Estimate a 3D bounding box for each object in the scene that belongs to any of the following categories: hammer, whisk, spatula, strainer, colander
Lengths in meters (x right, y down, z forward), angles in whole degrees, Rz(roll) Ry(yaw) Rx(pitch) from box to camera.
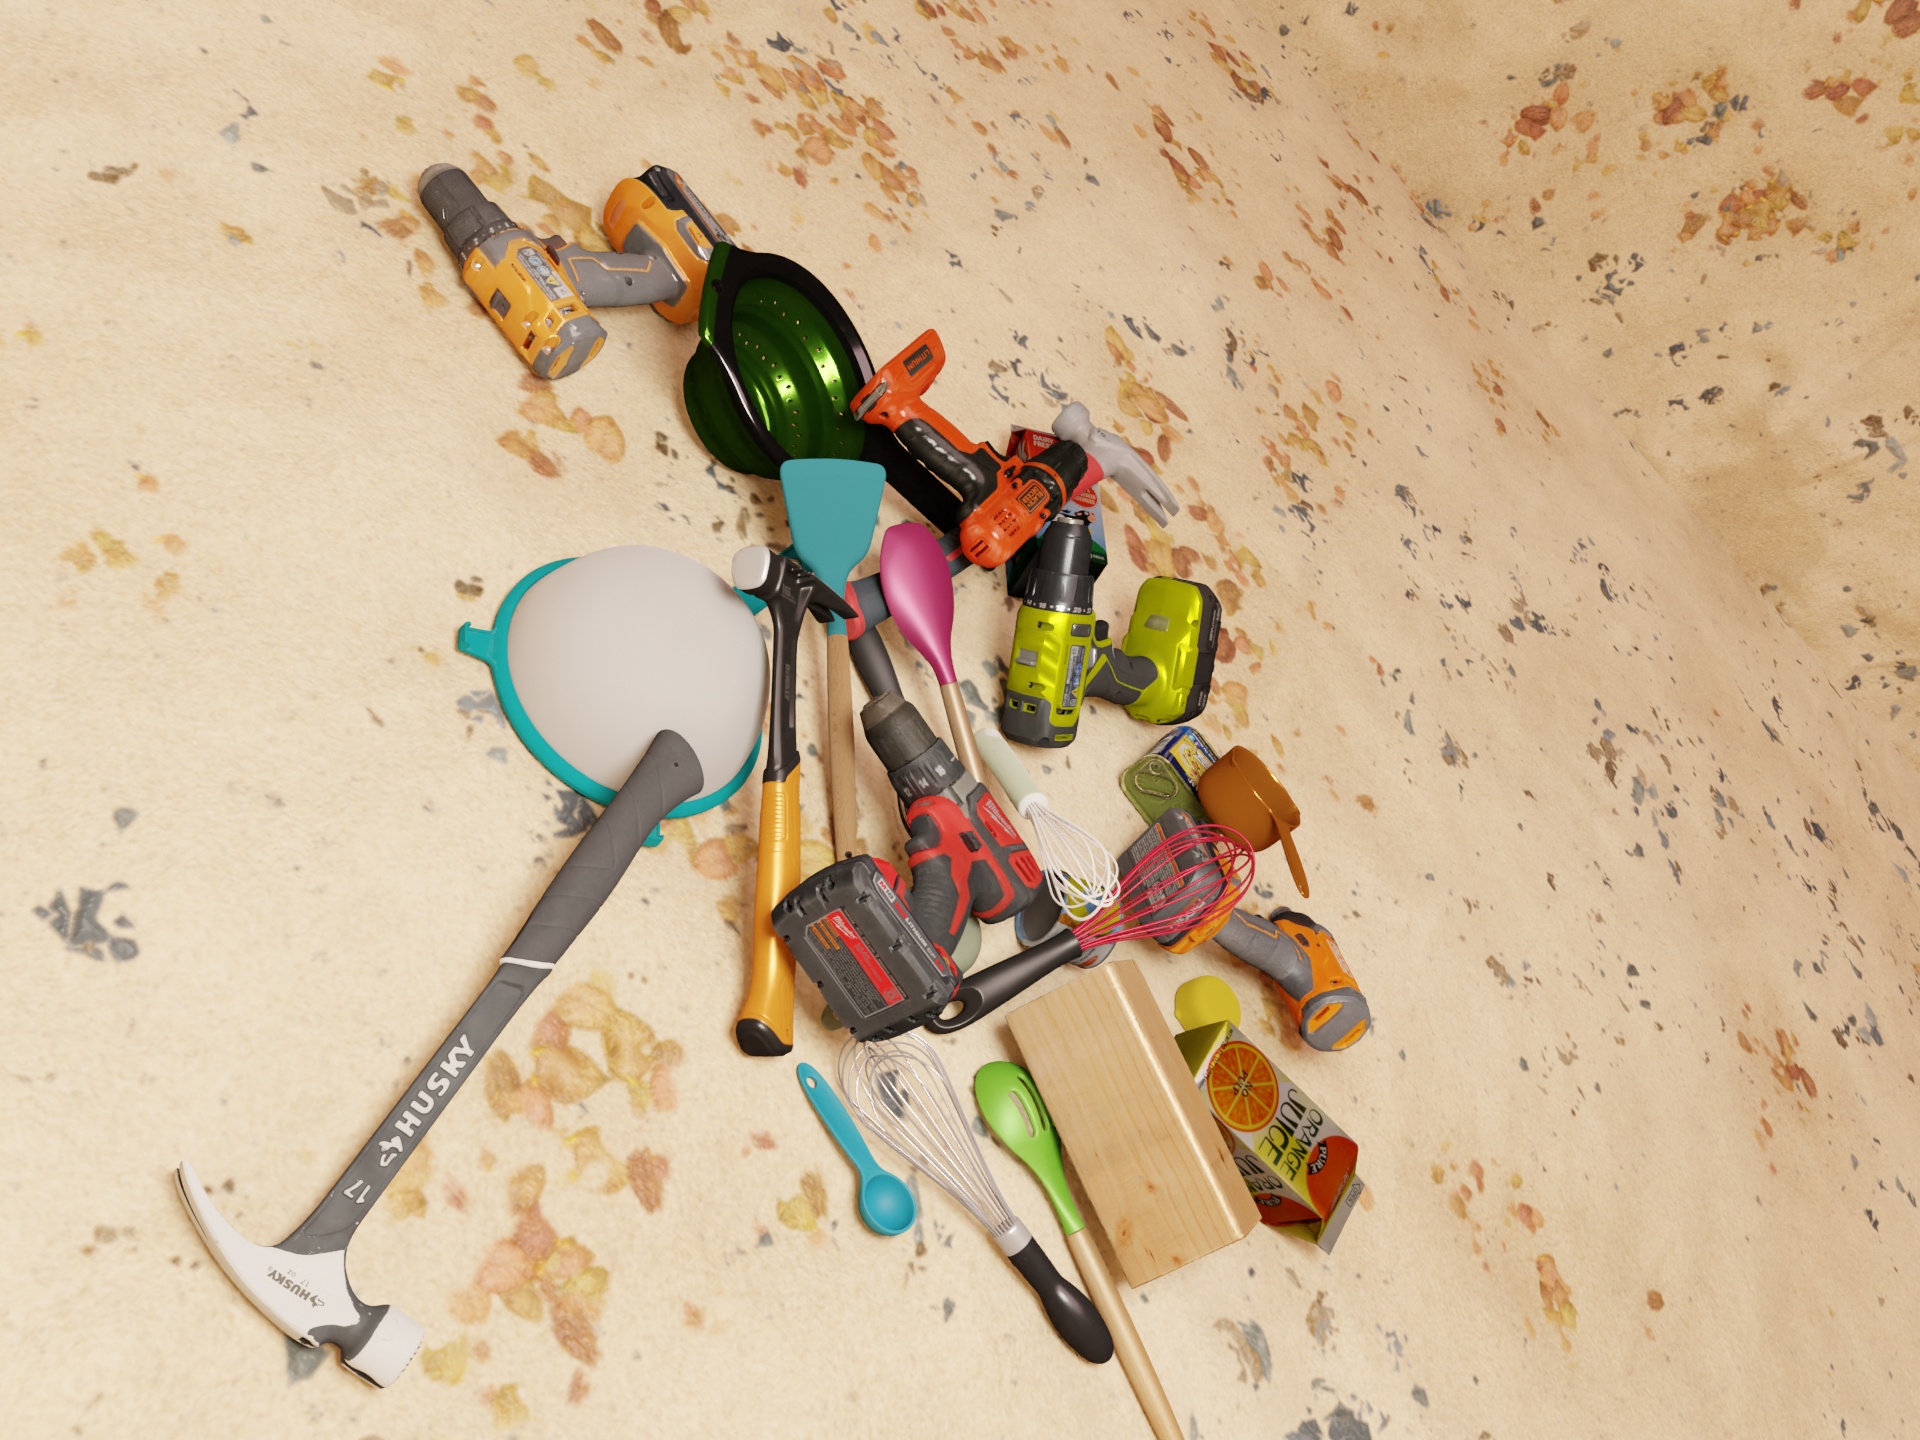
[{"bbox_3d":[-0.119,0.057,1.081,0.127,0.034,0.337,31,56,-60],"label":"hammer"},{"bbox_3d":[-0.049,0.005,1.252,0.055,0.055,0.239,0,57,-43],"label":"whisk"},{"bbox_3d":[-0.091,-0.042,1.194,0.082,0.044,0.318,0,74,-15],"label":"spatula"},{"bbox_3d":[-0.178,-0.075,1.147,0.211,0.095,0.340,48,41,-3],"label":"strainer"},{"bbox_3d":[-0.262,0.151,0.903,0.149,0.036,0.409,39,49,-11],"label":"hammer"},{"bbox_3d":[0.100,0.157,1.184,0.296,0.073,0.073,-26,78,-19],"label":"whisk"},{"bbox_3d":[0.038,-0.154,1.363,0.143,0.038,0.386,46,50,8],"label":"hammer"},{"bbox_3d":[0.014,0.321,1.067,0.284,0.070,0.070,54,39,-5],"label":"whisk"},{"bbox_3d":[-0.110,-0.229,1.348,0.396,0.094,0.205,38,45,-43],"label":"colander"},{"bbox_3d":[0.059,0.072,1.231,0.057,0.059,0.247,16,22,-29],"label":"whisk"}]

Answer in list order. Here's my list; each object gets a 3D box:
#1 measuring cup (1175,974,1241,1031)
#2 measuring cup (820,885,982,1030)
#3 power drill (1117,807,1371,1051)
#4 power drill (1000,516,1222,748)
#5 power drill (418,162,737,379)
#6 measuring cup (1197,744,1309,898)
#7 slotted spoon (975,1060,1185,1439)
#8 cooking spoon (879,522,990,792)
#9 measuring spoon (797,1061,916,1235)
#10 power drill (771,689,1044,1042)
[{"bbox_3d":[0.222,0.283,1.305,0.062,0.029,0.157,7,55,-40],"label":"measuring cup"},{"bbox_3d":[-0.041,0.171,1.134,0.083,0.038,0.167,53,38,2],"label":"measuring cup"},{"bbox_3d":[0.242,0.172,1.360,0.226,0.084,0.164,36,18,-22],"label":"power drill"},{"bbox_3d":[0.132,-0.076,1.394,0.228,0.080,0.190,-1,103,-48],"label":"power drill"},{"bbox_3d":[-0.305,-0.381,1.275,0.185,0.084,0.226,51,44,2],"label":"power drill"},{"bbox_3d":[0.249,0.098,1.337,0.095,0.052,0.174,35,28,-31],"label":"measuring cup"},{"bbox_3d":[0.094,0.382,1.114,0.070,0.031,0.314,-8,69,-51],"label":"slotted spoon"},{"bbox_3d":[-0.002,-0.004,1.257,0.068,0.017,0.319,-13,86,-37],"label":"cooking spoon"},{"bbox_3d":[-0.075,0.282,1.042,0.042,0.021,0.129,-12,61,-51],"label":"measuring spoon"},{"bbox_3d":[-0.039,0.091,1.090,0.188,0.080,0.227,56,31,-7],"label":"power drill"}]
